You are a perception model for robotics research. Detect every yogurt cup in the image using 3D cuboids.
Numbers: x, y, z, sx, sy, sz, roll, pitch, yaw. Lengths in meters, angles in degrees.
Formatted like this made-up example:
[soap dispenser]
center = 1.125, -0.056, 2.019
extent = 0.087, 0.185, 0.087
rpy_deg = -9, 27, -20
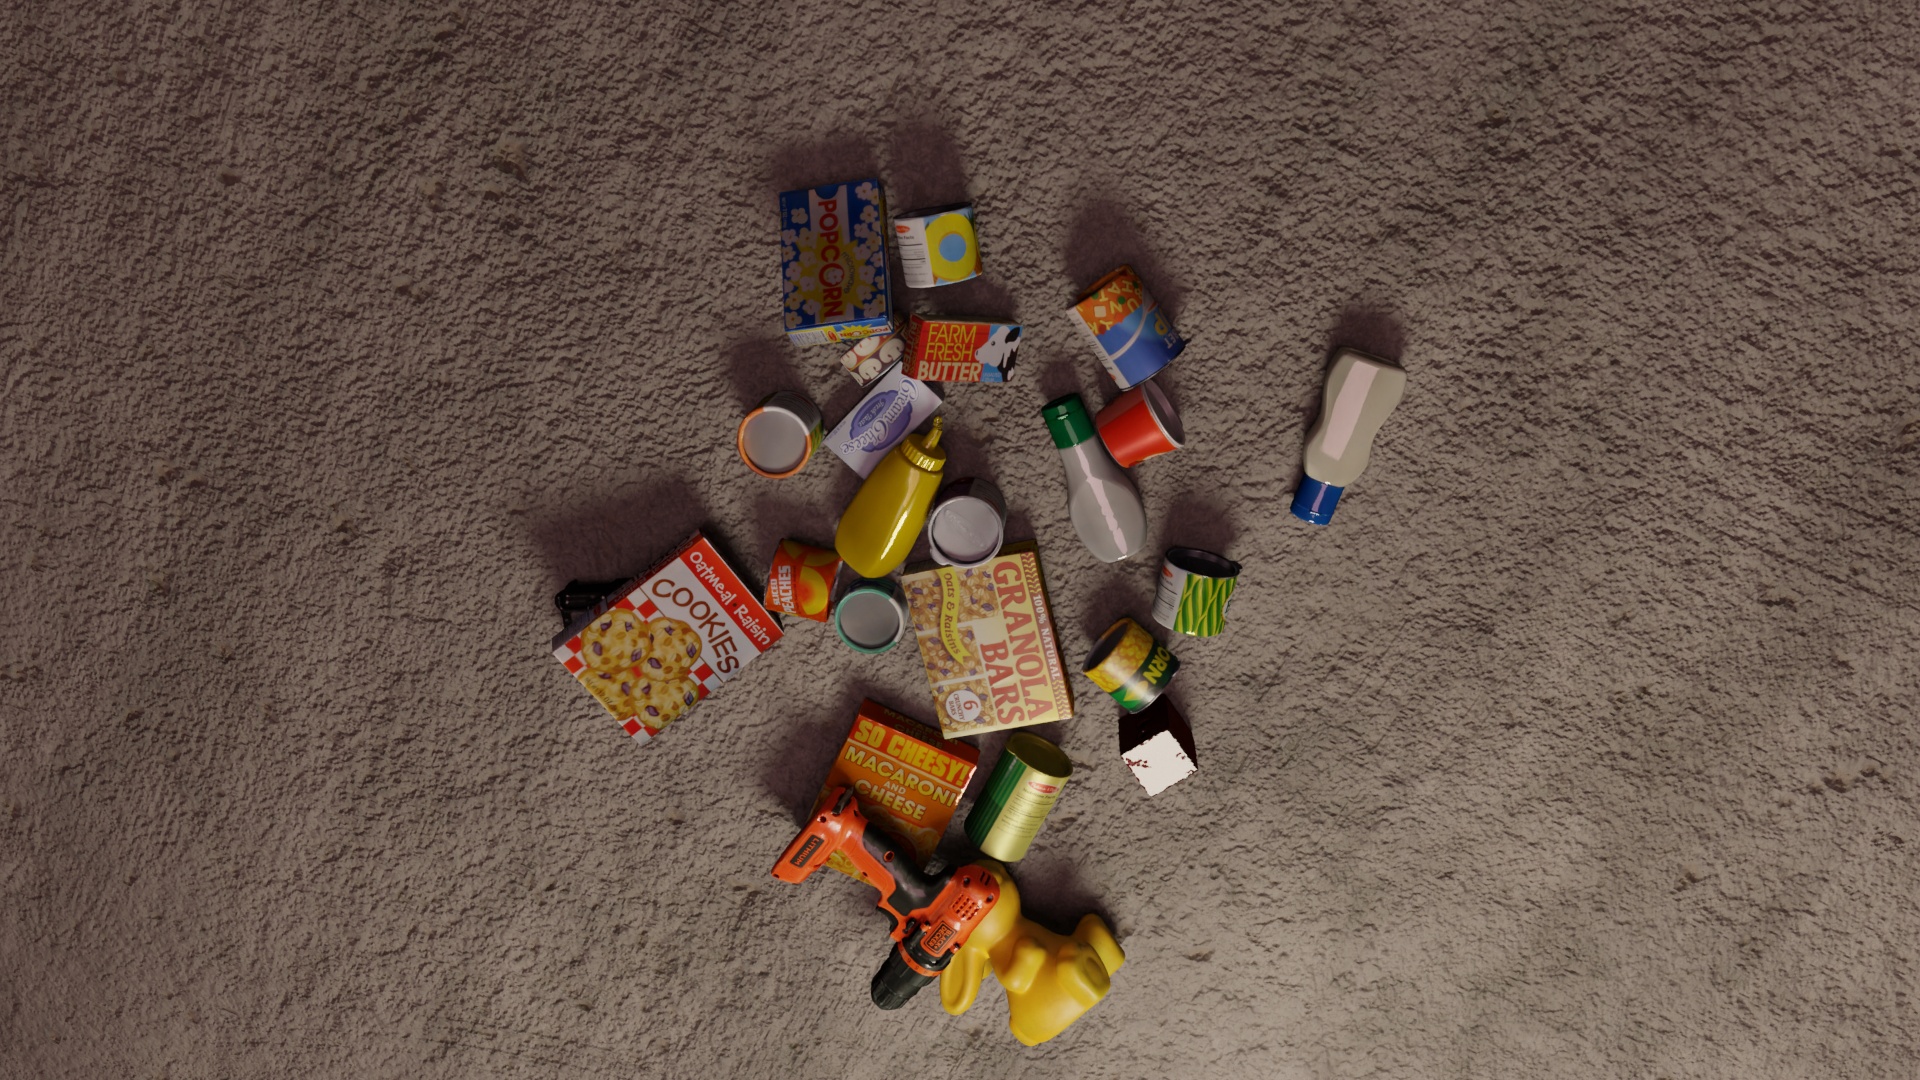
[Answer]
[yogurt cup]
center = 0.151, -0.097, 1.179
extent = 0.054, 0.073, 0.072
rpy_deg = -29, 104, 23

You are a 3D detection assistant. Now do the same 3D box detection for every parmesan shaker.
[parmesan shaker]
center = 0.051, 0.239, 1.301
extent = 0.071, 0.071, 0.102
rpy_deg = 26, 110, -4

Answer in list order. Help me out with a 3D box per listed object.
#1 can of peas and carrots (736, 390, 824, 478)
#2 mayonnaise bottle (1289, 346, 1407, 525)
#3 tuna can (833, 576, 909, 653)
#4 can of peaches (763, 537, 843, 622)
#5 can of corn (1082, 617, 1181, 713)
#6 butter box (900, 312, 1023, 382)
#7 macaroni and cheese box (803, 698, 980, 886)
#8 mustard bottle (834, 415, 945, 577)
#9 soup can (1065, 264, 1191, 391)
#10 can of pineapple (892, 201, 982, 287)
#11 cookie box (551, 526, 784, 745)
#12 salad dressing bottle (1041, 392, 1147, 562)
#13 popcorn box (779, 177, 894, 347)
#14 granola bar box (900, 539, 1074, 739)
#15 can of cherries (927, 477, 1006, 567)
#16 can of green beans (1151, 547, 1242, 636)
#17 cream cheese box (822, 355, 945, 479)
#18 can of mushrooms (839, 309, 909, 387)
[can of peas and carrots]
center = -0.158, -0.090, 1.213
extent = 0.071, 0.059, 0.070
rpy_deg = 2, 109, 5
[mayonnaise bottle]
center = 0.322, -0.086, 1.178
extent = 0.065, 0.041, 0.147
rpy_deg = 18, 111, 1
[tuna can]
center = -0.084, 0.068, 1.274
extent = 0.071, 0.033, 0.070
rpy_deg = 2, 109, 5
[can of peaches]
center = -0.141, 0.037, 1.248
extent = 0.058, 0.071, 0.071
rpy_deg = 14, 110, 0
[can of corn]
center = 0.153, 0.110, 1.246
extent = 0.058, 0.071, 0.071
rpy_deg = 41, 108, -8
[butter box]
center = 0.001, -0.161, 1.162
extent = 0.104, 0.024, 0.053
rpy_deg = -4, 114, -36
[macaroni and cheese box]
center = -0.071, 0.248, 1.330
extent = 0.124, 0.040, 0.165
rpy_deg = 24, 110, -3
[mustard bottle]
center = -0.051, -0.042, 1.211
extent = 0.065, 0.049, 0.159
rpy_deg = 45, 117, 24
[soup can]
center = 0.139, -0.178, 1.150
extent = 0.071, 0.071, 0.083
rpy_deg = -34, 102, 15
[can of pineapple]
center = -0.016, -0.244, 1.144
extent = 0.071, 0.071, 0.057
rpy_deg = -8, 109, 8
[cookie box]
center = -0.263, 0.086, 1.258
extent = 0.167, 0.040, 0.122
rpy_deg = -38, 114, -4
[salad dressing bottle]
center = 0.115, -0.055, 1.207
extent = 0.064, 0.044, 0.147
rpy_deg = -21, 105, 14
[popcorn box]
center = -0.102, -0.227, 1.140
extent = 0.085, 0.038, 0.127
rpy_deg = -7, 75, 8
[granola bar box]
center = 0.027, 0.091, 1.267
extent = 0.124, 0.039, 0.165
rpy_deg = -11, 107, 10
[can of cherries]
center = 0.004, -0.015, 1.223
extent = 0.071, 0.058, 0.071
rpy_deg = 2, 110, 4
[can of green beans]
center = 0.206, 0.045, 1.220
extent = 0.071, 0.071, 0.057
rpy_deg = 11, 110, 2
[cream cheese box]
center = -0.067, -0.107, 1.217
extent = 0.053, 0.024, 0.103
rpy_deg = 42, 108, -10
[can of mushrooms]
center = -0.067, -0.164, 1.174
extent = 0.071, 0.071, 0.033
rpy_deg = -37, 100, 16
